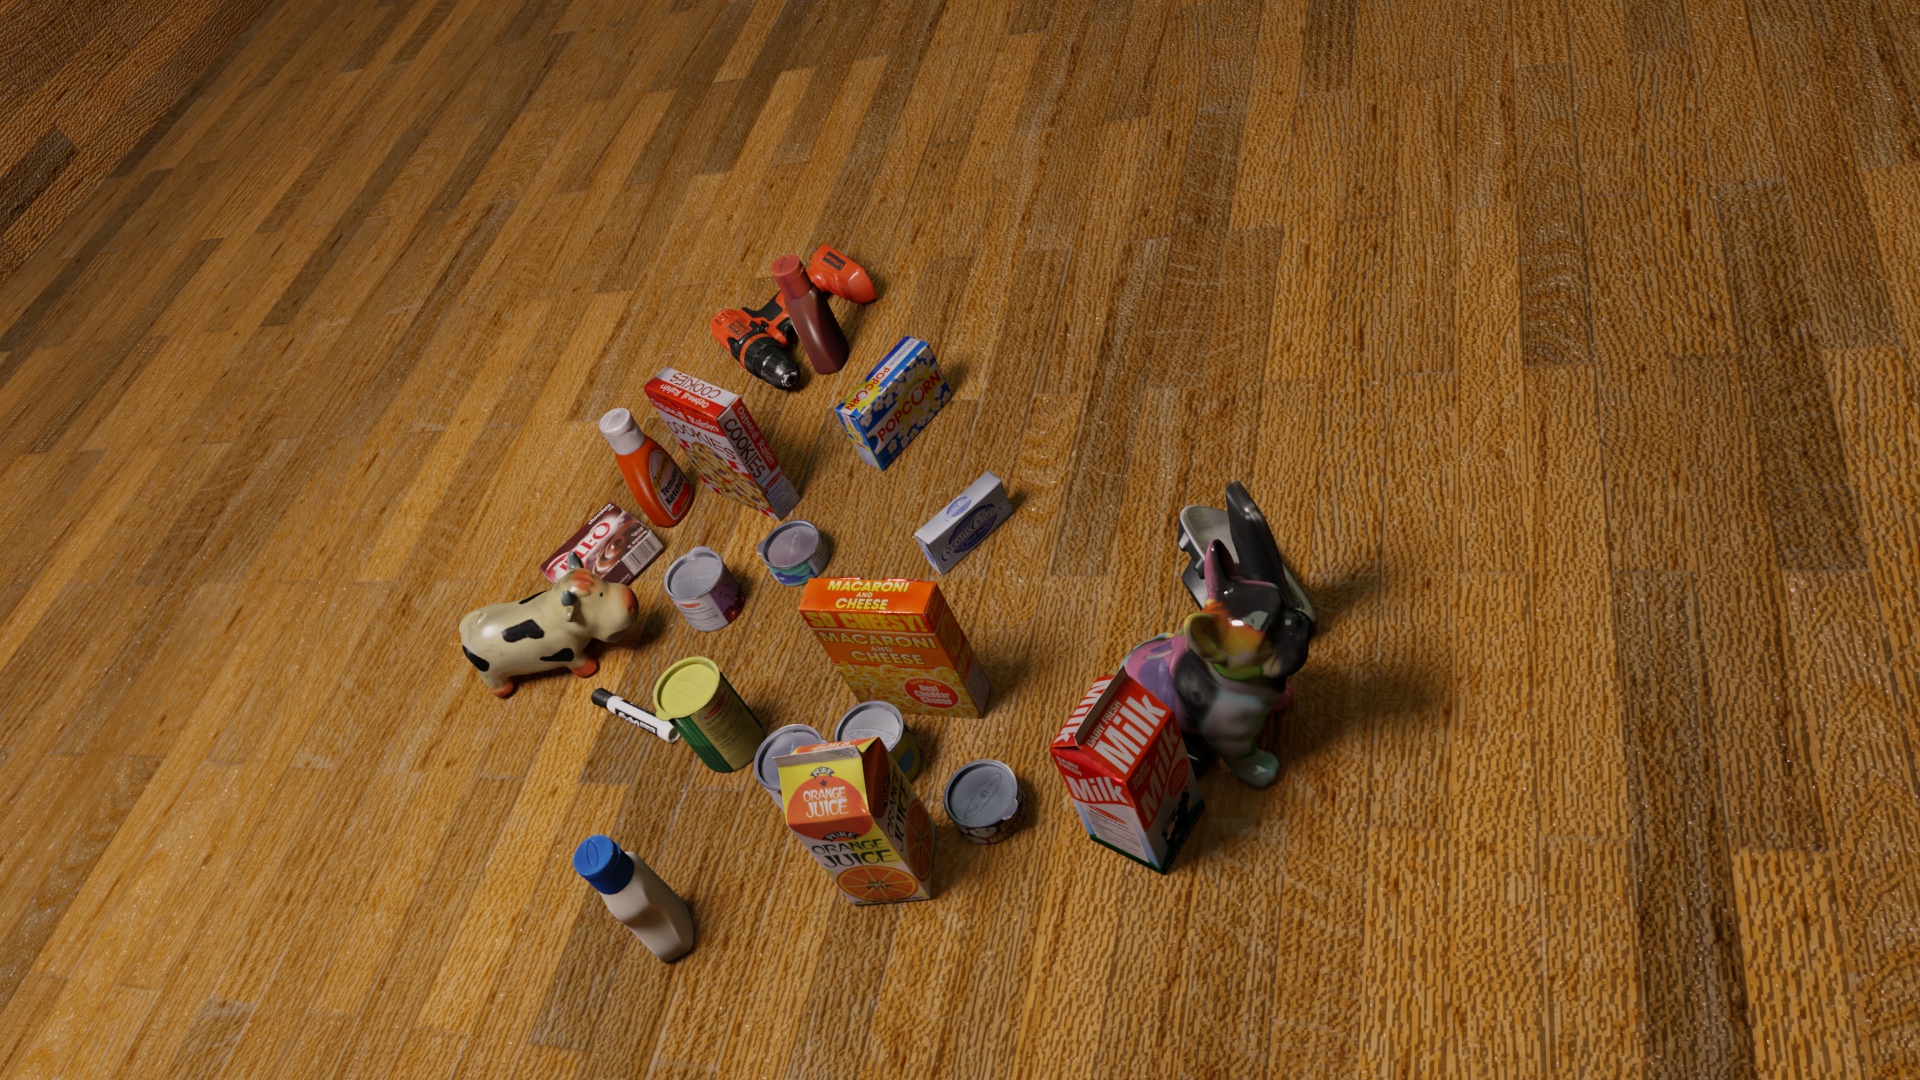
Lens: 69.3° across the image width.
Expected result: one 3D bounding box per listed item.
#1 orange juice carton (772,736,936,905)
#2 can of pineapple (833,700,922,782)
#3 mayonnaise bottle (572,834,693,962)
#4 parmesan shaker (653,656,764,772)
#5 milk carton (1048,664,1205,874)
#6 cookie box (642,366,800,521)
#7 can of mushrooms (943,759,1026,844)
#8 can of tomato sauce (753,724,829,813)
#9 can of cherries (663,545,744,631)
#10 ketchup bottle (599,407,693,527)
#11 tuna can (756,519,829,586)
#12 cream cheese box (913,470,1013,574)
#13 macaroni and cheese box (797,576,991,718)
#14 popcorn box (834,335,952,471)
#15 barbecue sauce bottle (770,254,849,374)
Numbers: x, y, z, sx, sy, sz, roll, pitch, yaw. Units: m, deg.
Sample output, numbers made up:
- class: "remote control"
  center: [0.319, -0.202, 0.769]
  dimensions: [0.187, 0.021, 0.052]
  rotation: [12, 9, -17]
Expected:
- class: "orange juice carton"
  center: [-0.084, 0.221, 1.129]
  dimensions: [0.072, 0.191, 0.073]
  rotation: [-9, 48, 15]
- class: "can of pineapple"
  center: [-0.075, 0.188, 1.248]
  dimensions: [0.071, 0.057, 0.071]
  rotation: [-11, 48, 13]
- class: "mayonnaise bottle"
  center: [-0.275, 0.298, 1.170]
  dimensions: [0.041, 0.147, 0.065]
  rotation: [-28, 46, -2]
- class: "parmesan shaker"
  center: [-0.236, 0.166, 1.301]
  dimensions: [0.071, 0.102, 0.072]
  rotation: [-11, 48, 13]
- class: "milk carton"
  center: [0.128, 0.176, 1.084]
  dimensions: [0.073, 0.189, 0.072]
  rotation: [20, 61, 34]
- class: "cookie box"
  center: [-0.257, -0.103, 1.500]
  dimensions: [0.123, 0.166, 0.040]
  rotation: [23, 63, 36]
- class: "can of mushrooms"
  center: [0.023, 0.225, 1.192]
  dimensions: [0.071, 0.033, 0.071]
  rotation: [-11, 48, 13]
- class: "can of tomato sauce"
  center: [-0.135, 0.212, 1.233]
  dimensions: [0.071, 0.082, 0.071]
  rotation: [-11, 48, 13]
- class: "can of cherries"
  center: [-0.265, 0.050, 1.445]
  dimensions: [0.071, 0.058, 0.072]
  rotation: [-11, 48, 13]
- class: "ketchup bottle"
  center: [-0.348, -0.083, 1.533]
  dimensions: [0.043, 0.148, 0.065]
  rotation: [3, 52, 25]
- class: "tuna can"
  center: [-0.175, 0.014, 1.458]
  dimensions: [0.071, 0.032, 0.071]
  rotation: [-11, 48, 13]
- class: "cream cheese box"
  center: [0.005, -0.018, 1.398]
  dimensions: [0.104, 0.053, 0.024]
  rotation: [-41, 48, -15]
- class: "macaroni and cheese box"
  center: [-0.056, 0.097, 1.245]
  dimensions: [0.123, 0.165, 0.040]
  rotation: [1, 51, 23]
- class: "popcorn box"
  center: [-0.072, -0.151, 1.524]
  dimensions: [0.038, 0.085, 0.127]
  rotation: [24, 63, 36]
- class: "barbecue sauce bottle"
  center: [-0.176, -0.266, 1.623]
  dimensions: [0.043, 0.148, 0.065]
  rotation: [-7, 49, 17]
